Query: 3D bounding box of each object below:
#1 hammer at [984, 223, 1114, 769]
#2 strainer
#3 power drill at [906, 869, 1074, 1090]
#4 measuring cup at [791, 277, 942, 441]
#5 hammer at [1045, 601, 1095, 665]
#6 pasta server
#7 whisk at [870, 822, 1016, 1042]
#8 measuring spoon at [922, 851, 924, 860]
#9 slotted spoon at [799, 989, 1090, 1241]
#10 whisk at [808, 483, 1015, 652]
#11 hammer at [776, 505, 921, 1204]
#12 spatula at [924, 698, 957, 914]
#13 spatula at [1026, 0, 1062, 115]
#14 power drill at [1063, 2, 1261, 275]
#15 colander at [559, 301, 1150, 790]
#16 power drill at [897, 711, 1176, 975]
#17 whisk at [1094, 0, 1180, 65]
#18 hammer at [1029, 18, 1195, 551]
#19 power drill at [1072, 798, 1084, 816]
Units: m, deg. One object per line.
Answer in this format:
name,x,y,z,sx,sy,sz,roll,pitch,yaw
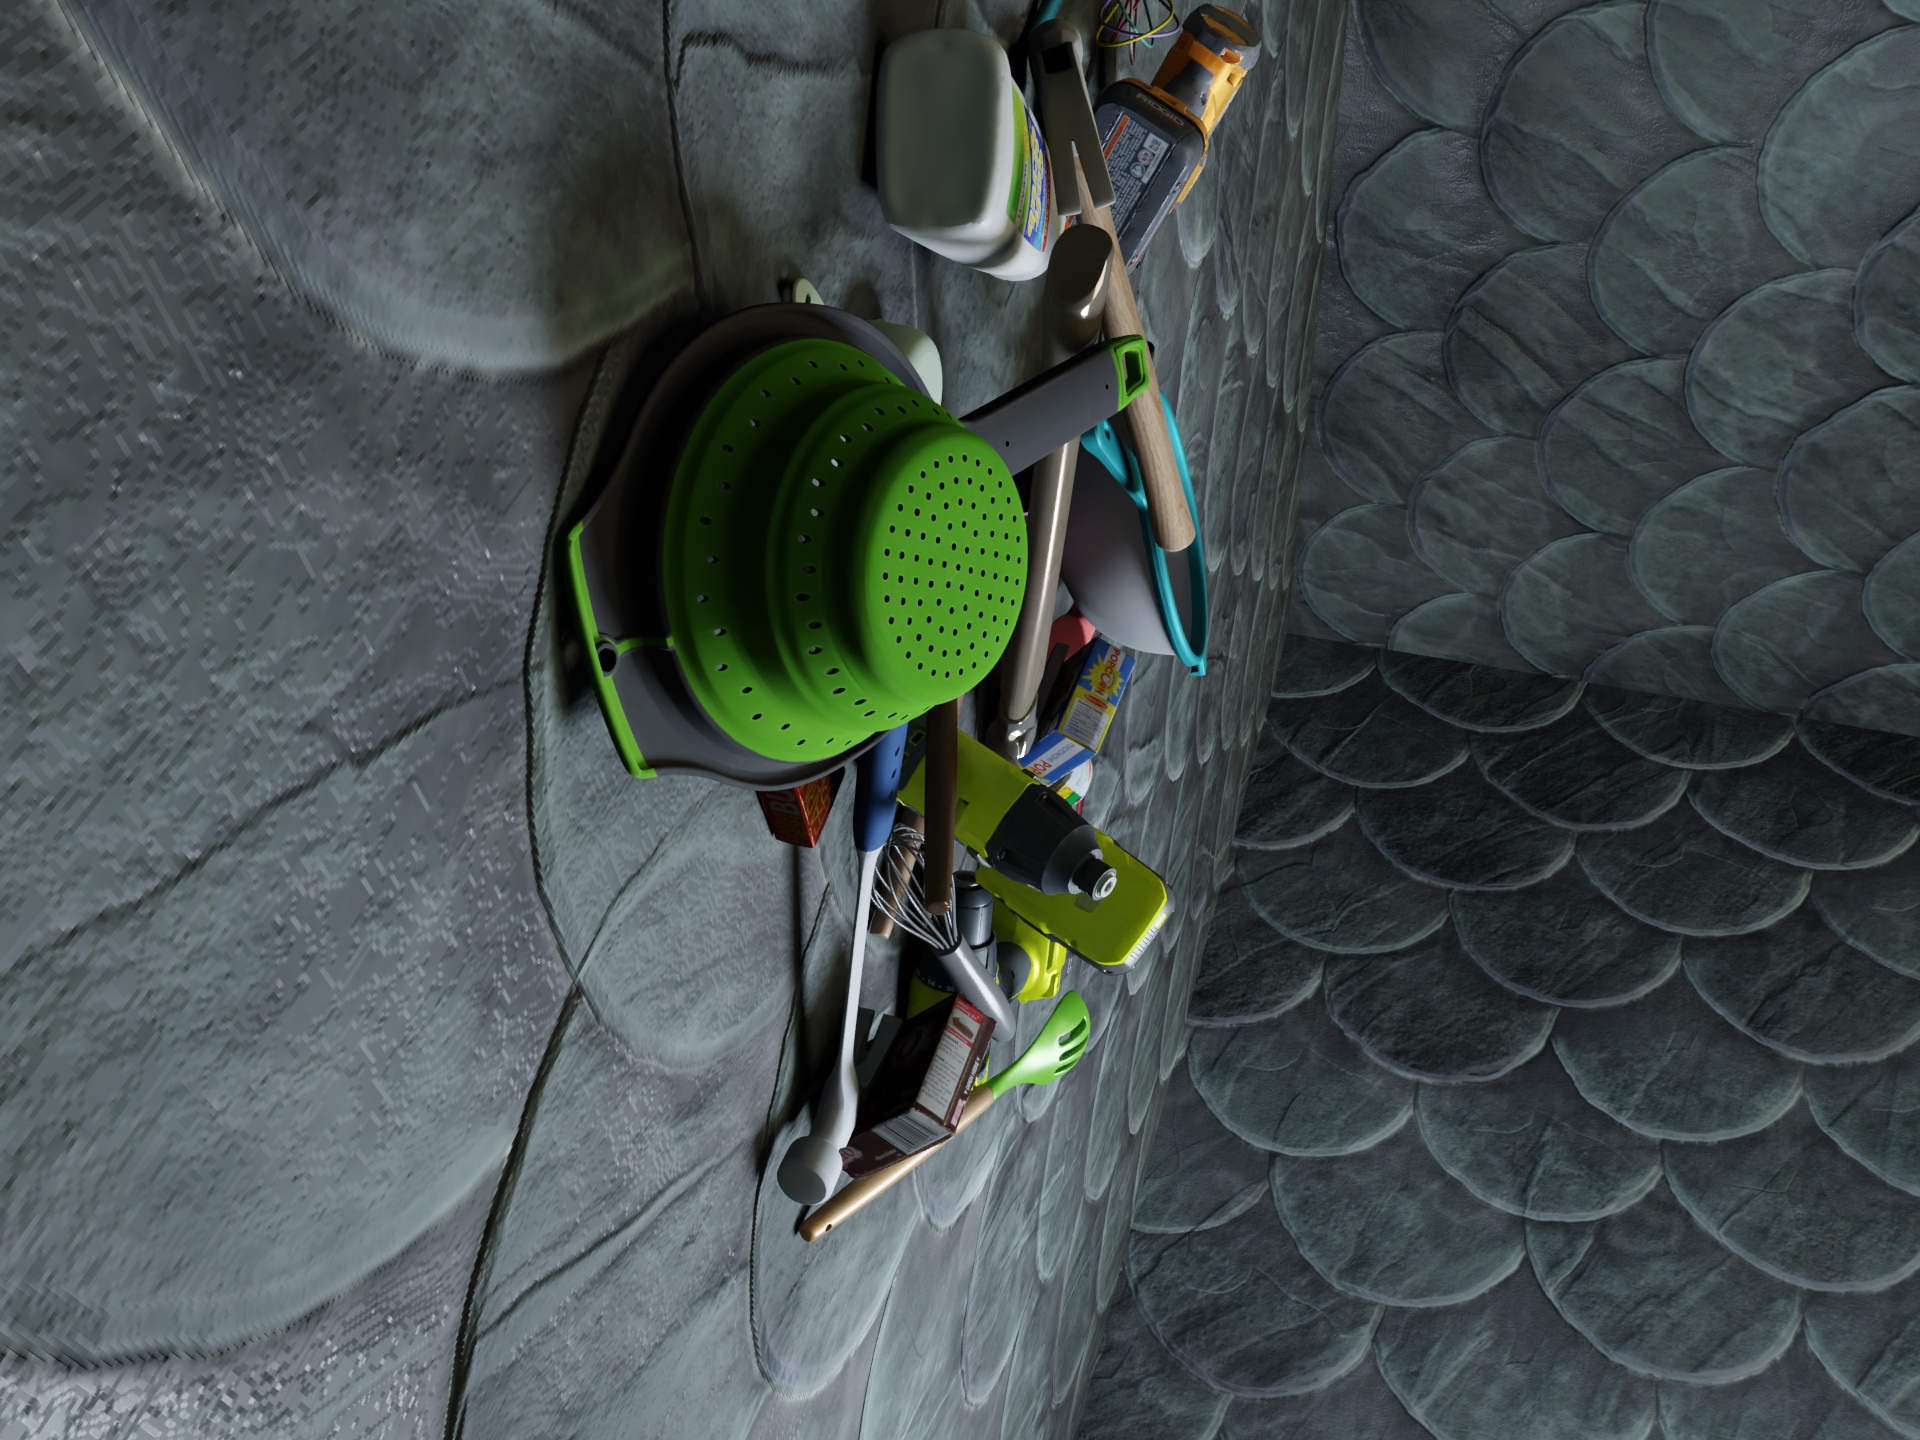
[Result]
hammer,0.055,-0.126,0.987,0.410,0.038,0.146,96,14,-50
strainer,0.101,-0.151,1.148,0.340,0.095,0.211,26,57,-68
power drill,0.023,0.174,1.208,0.228,0.080,0.190,-39,138,-63
measuring cup,-0.044,-0.178,0.793,0.167,0.038,0.083,41,60,-75
hammer,0.119,-0.107,1.385,0.359,0.037,0.149,-59,155,-63
pasta server,-0.002,-0.003,1.069,0.060,0.040,0.316,81,25,-70
whisk,-0.006,0.145,1.033,0.238,0.055,0.055,62,39,-44
measuring spoon,0.000,0.068,1.158,0.124,0.018,0.034,-57,153,-52
slotted spoon,0.002,0.274,1.105,0.314,0.031,0.070,-26,128,-45
whisk,-0.032,-0.100,0.887,0.246,0.059,0.057,-51,166,-51
hammer,-0.050,0.071,0.871,0.144,0.035,0.405,-62,162,-59
spatula,-0.010,-0.022,0.917,0.059,0.018,0.316,82,7,-48
spatula,0.080,-0.493,1.018,0.082,0.044,0.318,59,43,-72
power drill,0.128,-0.398,1.144,0.185,0.084,0.226,-56,-178,43
colander,0.009,-0.102,0.703,0.397,0.094,0.204,-37,126,-43
power drill,0.049,0.082,0.989,0.080,0.171,0.223,-54,150,-5
whisk,0.118,-0.506,1.096,0.047,0.051,0.245,-40,-156,31
hammer,0.097,-0.239,0.960,0.130,0.031,0.331,-90,163,-49
power drill,0.104,0.048,1.420,0.188,0.080,0.226,-35,131,-69
